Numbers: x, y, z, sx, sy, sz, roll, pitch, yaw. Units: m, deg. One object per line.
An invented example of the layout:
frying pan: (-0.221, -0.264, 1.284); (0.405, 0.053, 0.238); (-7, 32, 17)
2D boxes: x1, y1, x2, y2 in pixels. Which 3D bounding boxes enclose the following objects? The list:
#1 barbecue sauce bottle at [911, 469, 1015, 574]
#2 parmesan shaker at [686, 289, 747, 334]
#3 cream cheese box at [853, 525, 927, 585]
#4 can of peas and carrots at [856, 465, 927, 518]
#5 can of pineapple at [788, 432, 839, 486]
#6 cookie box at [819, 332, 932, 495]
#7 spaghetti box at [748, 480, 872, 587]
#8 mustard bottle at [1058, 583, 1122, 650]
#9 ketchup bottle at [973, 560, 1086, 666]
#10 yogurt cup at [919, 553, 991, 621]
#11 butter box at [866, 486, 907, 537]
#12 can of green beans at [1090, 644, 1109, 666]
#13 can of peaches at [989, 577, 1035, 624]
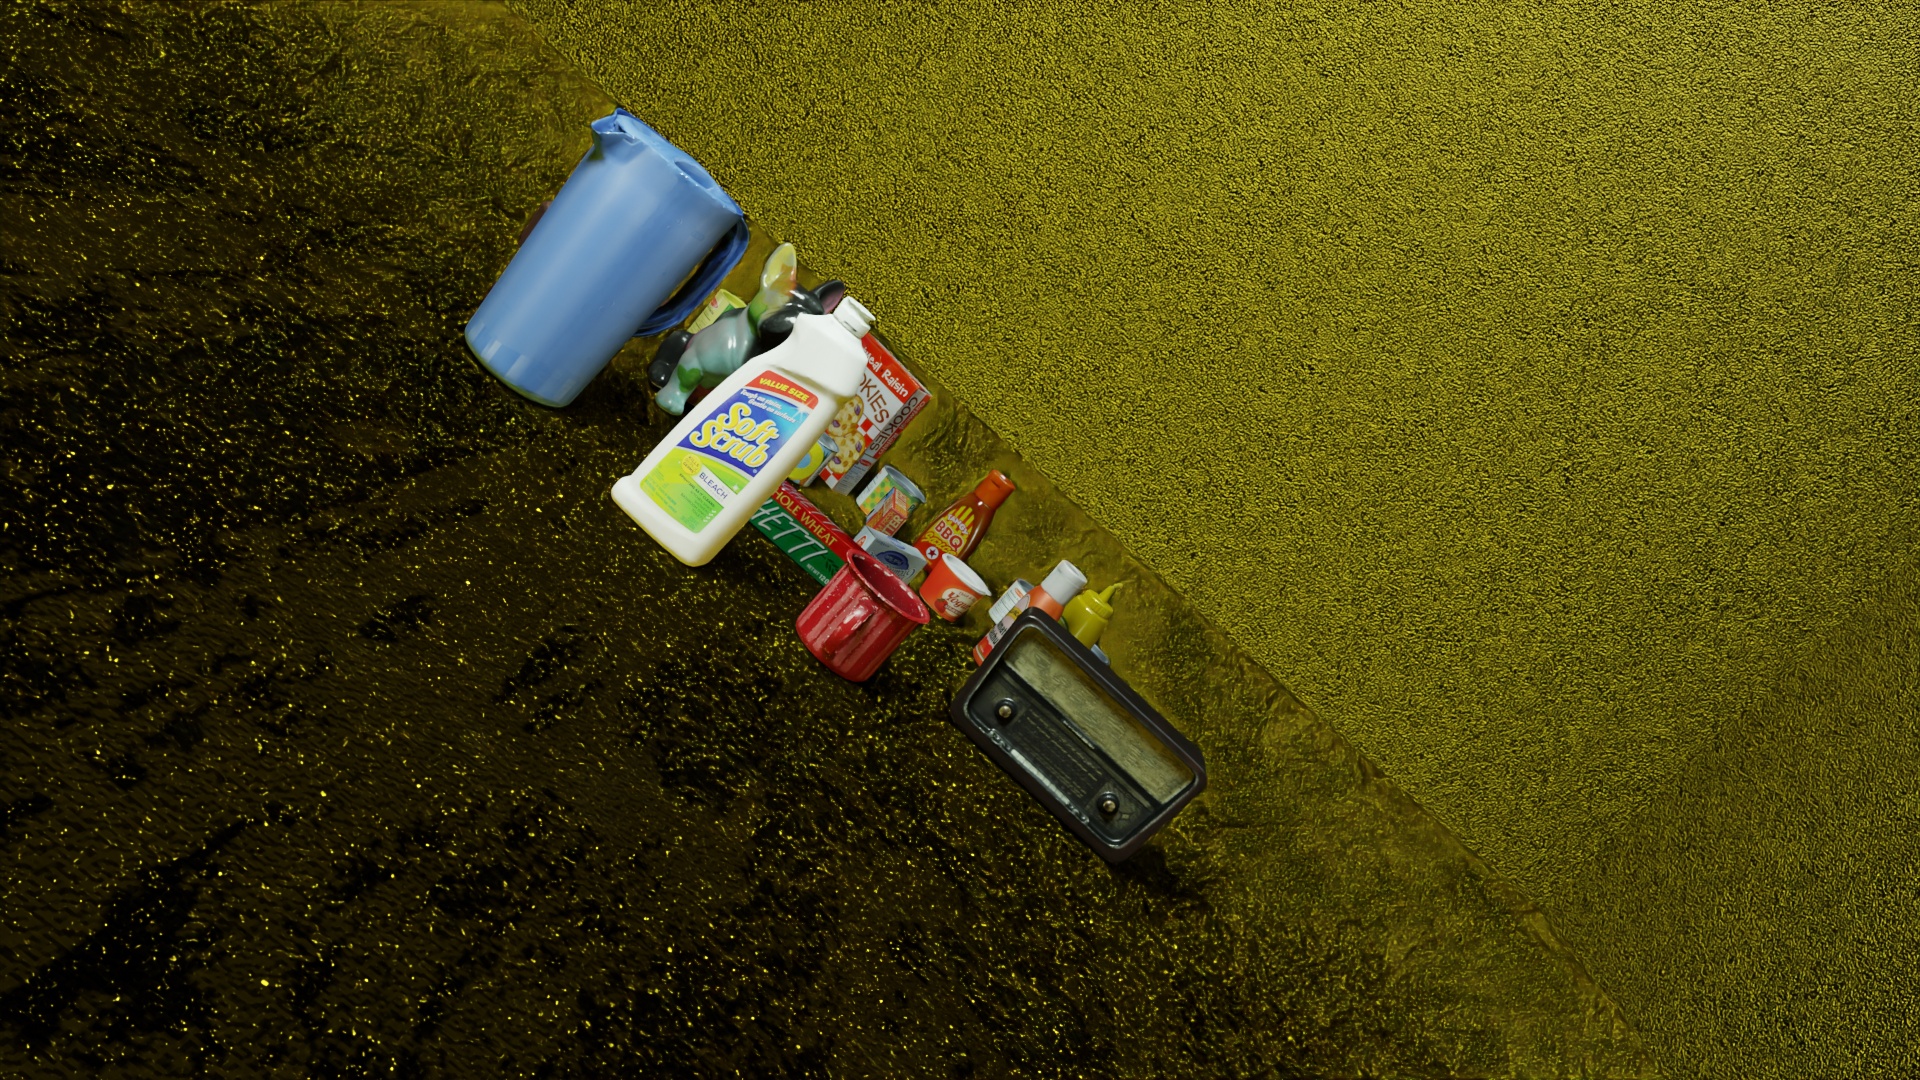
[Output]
barbecue sauce bottle: (0.006, -0.021, 1.714); (0.065, 0.148, 0.043); (45, 10, 18)
parmesan shaker: (-0.290, -0.238, 1.646); (0.071, 0.103, 0.071); (40, 10, -9)
cream cheese box: (-0.084, 0.022, 1.476); (0.024, 0.053, 0.103); (48, 12, 33)
can of peas and carrots: (-0.086, -0.050, 1.744); (0.071, 0.058, 0.071); (40, 10, -9)
can of pineapple: (-0.185, -0.106, 1.614); (0.071, 0.057, 0.071); (40, 10, -9)
cookie box: (-0.132, -0.159, 1.722); (0.123, 0.167, 0.040); (47, 11, 27)
spaghetti box: (-0.156, -0.010, 1.357); (0.250, 0.050, 0.029); (41, 10, -2)
mustard bottle: (0.130, 0.104, 1.619); (0.048, 0.160, 0.065); (34, 13, -39)
ketchup bottle: (0.078, 0.088, 1.533); (0.043, 0.148, 0.065); (38, 11, -22)
yogurt cup: (-0.010, 0.056, 1.603); (0.072, 0.054, 0.072); (40, 10, -9)
butter box: (-0.089, -0.027, 1.660); (0.024, 0.053, 0.104); (40, 11, -12)
can of green beans: (0.145, 0.154, 1.755); (0.071, 0.057, 0.071); (40, 10, -9)
can of peaches: (0.080, 0.092, 1.771); (0.071, 0.058, 0.071); (40, 10, -9)
